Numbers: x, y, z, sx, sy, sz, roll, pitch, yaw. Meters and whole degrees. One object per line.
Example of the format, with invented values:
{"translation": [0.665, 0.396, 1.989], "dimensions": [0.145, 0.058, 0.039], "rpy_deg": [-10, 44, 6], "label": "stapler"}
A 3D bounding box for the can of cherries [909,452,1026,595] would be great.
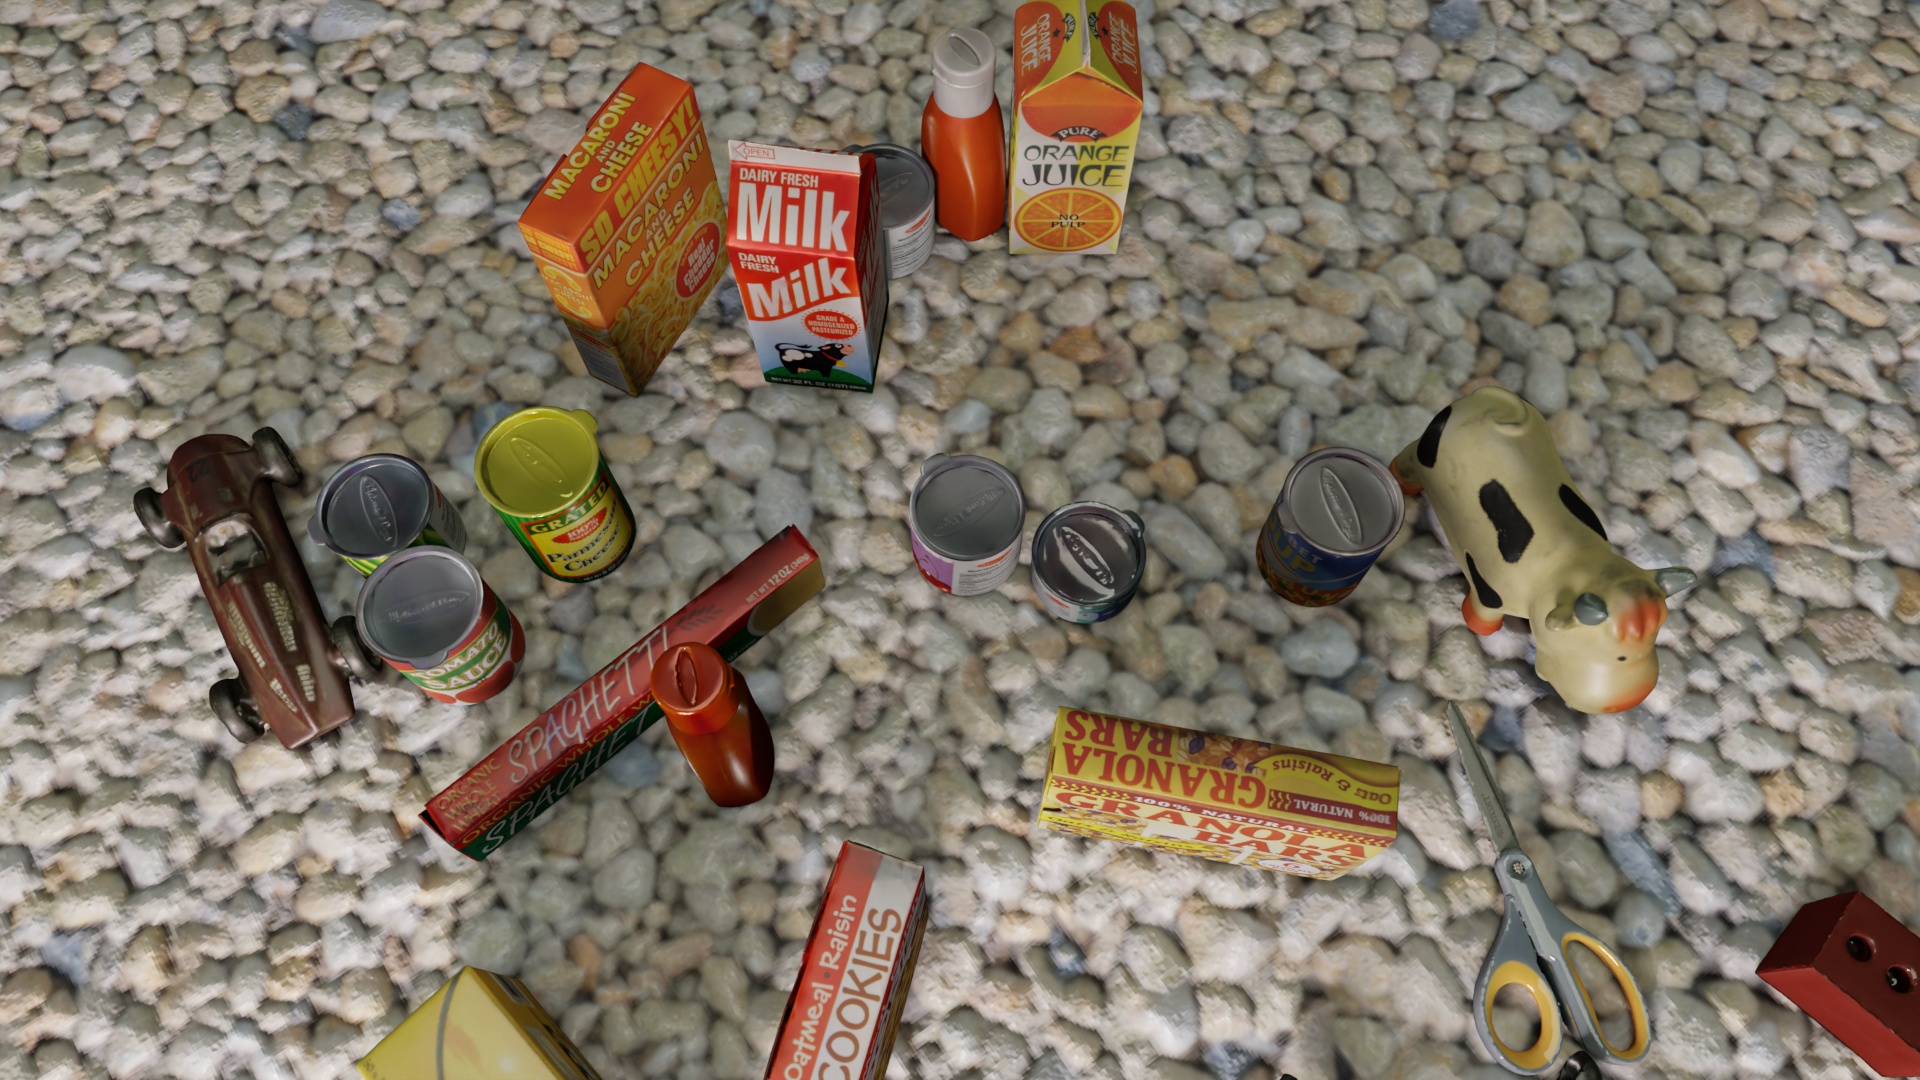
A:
{"translation": [0.003, -0.010, 0.807], "dimensions": [0.071, 0.058, 0.072], "rpy_deg": [0, 67, 0], "label": "can of cherries"}

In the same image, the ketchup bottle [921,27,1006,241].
{"translation": [0.002, -0.252, 0.863], "dimensions": [0.043, 0.148, 0.065], "rpy_deg": [-34, 71, -13], "label": "ketchup bottle"}

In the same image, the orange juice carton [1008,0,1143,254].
{"translation": [0.068, -0.256, 0.841], "dimensions": [0.073, 0.192, 0.072], "rpy_deg": [0, 67, 0], "label": "orange juice carton"}

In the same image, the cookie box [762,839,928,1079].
{"translation": [-0.051, 0.219, 0.649], "dimensions": [0.040, 0.166, 0.123], "rpy_deg": [15, 68, 6], "label": "cookie box"}

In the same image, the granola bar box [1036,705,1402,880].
{"translation": [0.125, 0.133, 0.711], "dimensions": [0.166, 0.123, 0.039], "rpy_deg": [10, 67, 4], "label": "granola bar box"}

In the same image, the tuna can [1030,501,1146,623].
{"translation": [0.076, 0.012, 0.812], "dimensions": [0.071, 0.032, 0.071], "rpy_deg": [0, 67, 0], "label": "tuna can"}

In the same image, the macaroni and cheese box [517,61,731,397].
{"translation": [-0.192, -0.178, 0.820], "dimensions": [0.040, 0.165, 0.124], "rpy_deg": [25, 69, 10], "label": "macaroni and cheese box"}

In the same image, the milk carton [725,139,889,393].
{"translation": [-0.086, -0.165, 0.802], "dimensions": [0.072, 0.189, 0.074], "rpy_deg": [7, 67, 3], "label": "milk carton"}

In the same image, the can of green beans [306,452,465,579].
{"translation": [-0.329, -0.009, 0.806], "dimensions": [0.071, 0.057, 0.071], "rpy_deg": [0, 67, 0], "label": "can of green beans"}

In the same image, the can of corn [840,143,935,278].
{"translation": [-0.051, -0.213, 0.895], "dimensions": [0.071, 0.058, 0.071], "rpy_deg": [0, 67, 0], "label": "can of corn"}

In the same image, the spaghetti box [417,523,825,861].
{"translation": [-0.180, 0.083, 0.771], "dimensions": [0.251, 0.050, 0.029], "rpy_deg": [-39, 72, -15], "label": "spaghetti box"}

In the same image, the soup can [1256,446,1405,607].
{"translation": [0.206, -0.005, 0.793], "dimensions": [0.071, 0.083, 0.071], "rpy_deg": [0, 67, 0], "label": "soup can"}

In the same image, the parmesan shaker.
{"translation": [-0.224, -0.025, 0.789], "dimensions": [0.071, 0.102, 0.071], "rpy_deg": [0, 67, 0], "label": "parmesan shaker"}

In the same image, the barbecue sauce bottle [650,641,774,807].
{"translation": [-0.126, 0.092, 0.714], "dimensions": [0.044, 0.148, 0.065], "rpy_deg": [-11, 68, -5], "label": "barbecue sauce bottle"}

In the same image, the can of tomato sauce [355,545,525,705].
{"translation": [-0.283, 0.050, 0.767], "dimensions": [0.071, 0.082, 0.071], "rpy_deg": [0, 67, 0], "label": "can of tomato sauce"}
